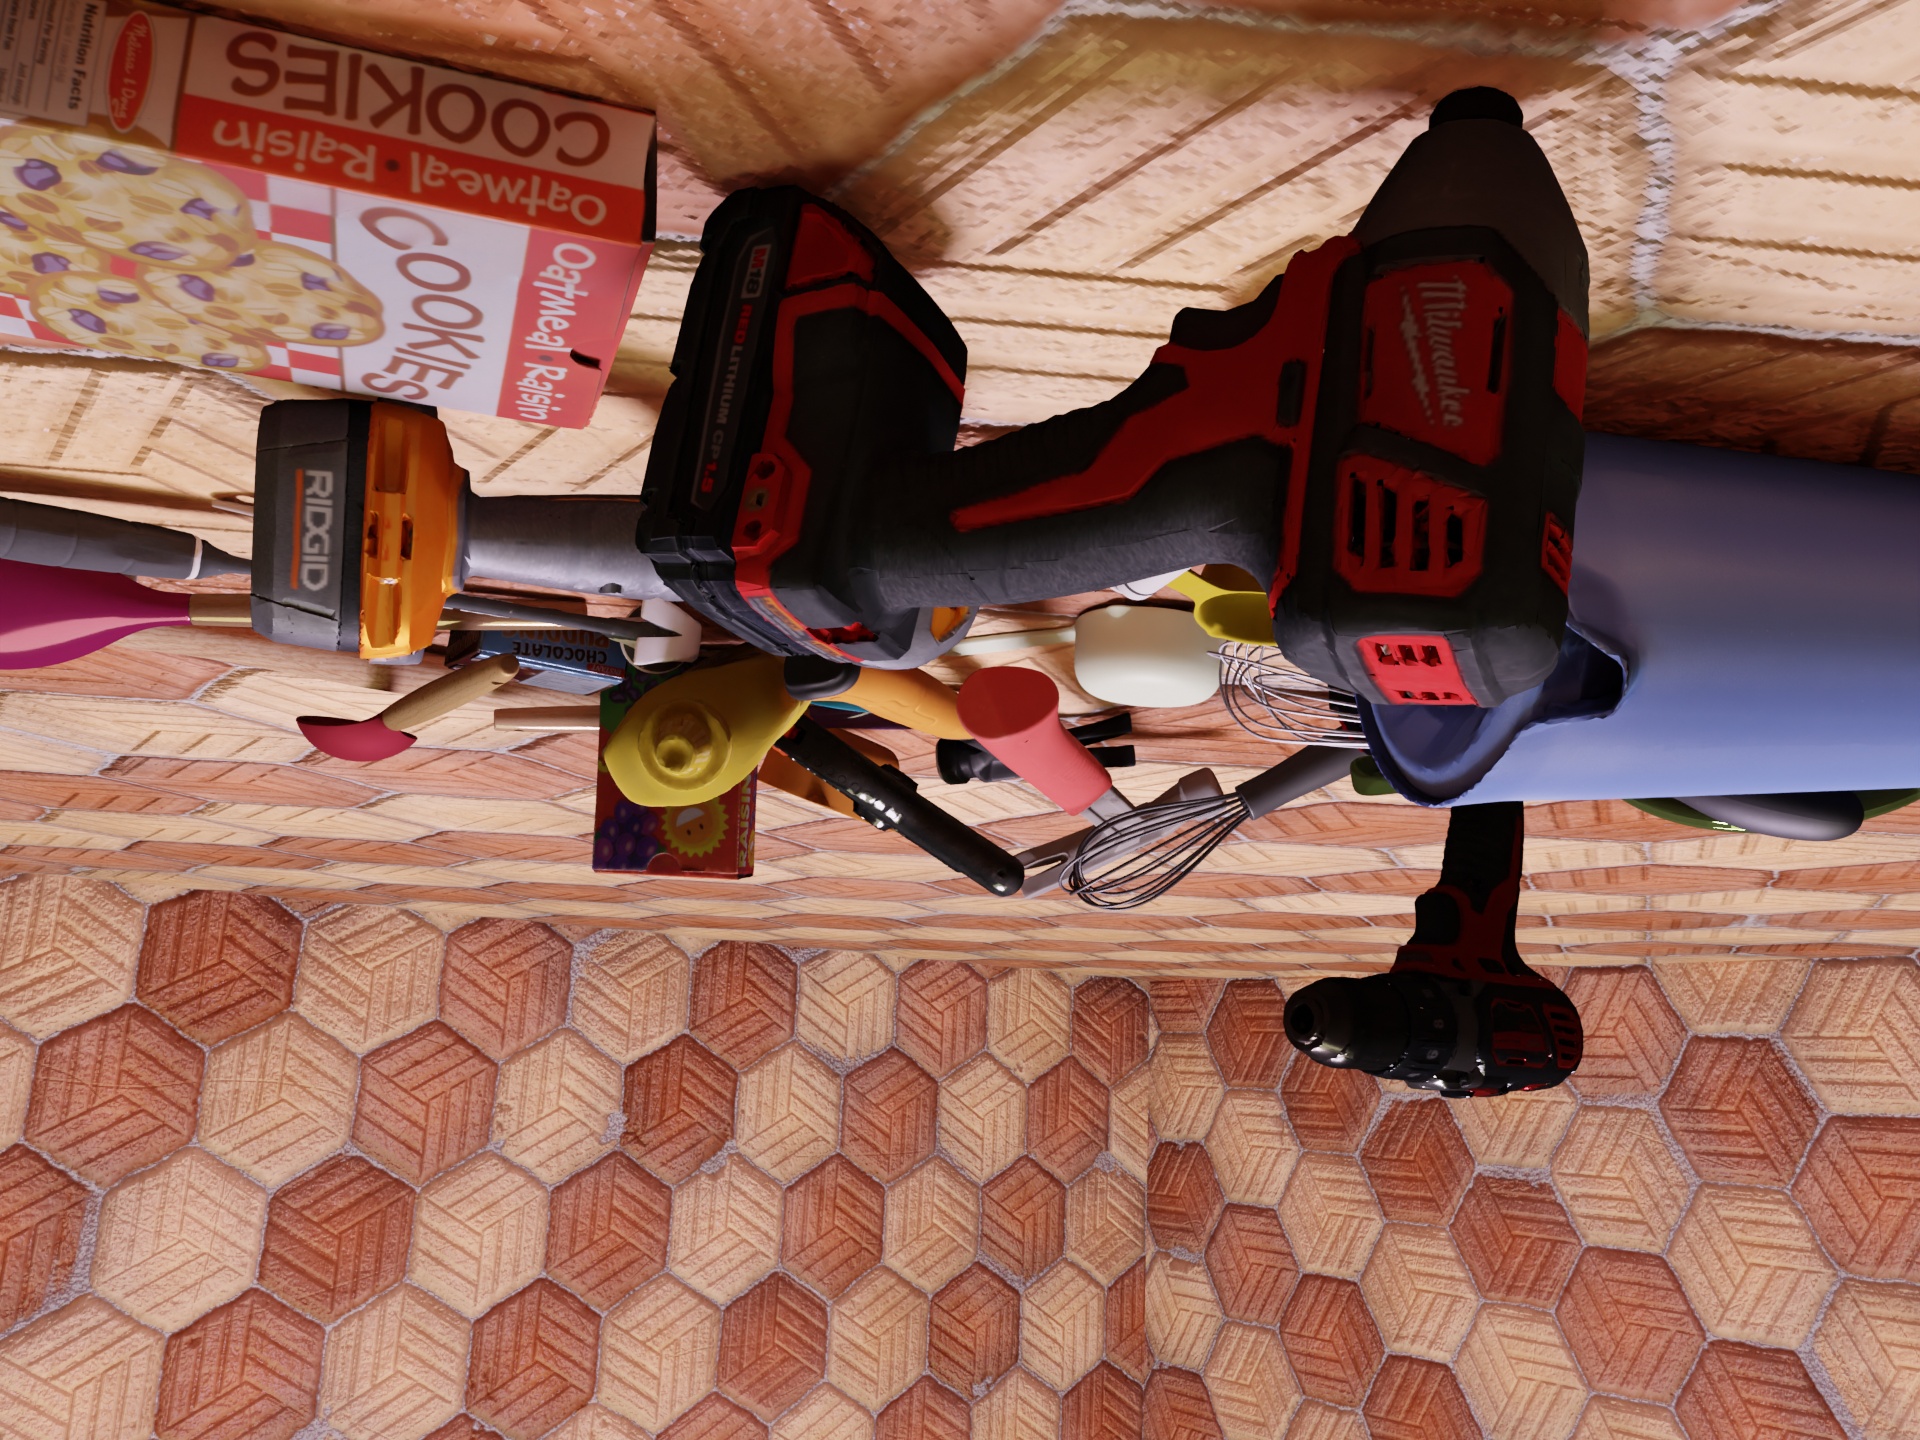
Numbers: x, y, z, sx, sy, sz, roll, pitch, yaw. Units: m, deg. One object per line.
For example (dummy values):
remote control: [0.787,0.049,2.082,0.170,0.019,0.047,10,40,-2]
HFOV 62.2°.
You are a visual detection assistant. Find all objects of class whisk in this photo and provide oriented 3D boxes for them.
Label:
whisk: [0.165,0.045,0.923,0.239,0.055,0.055,-27,166,-1]
whisk: [0.229,0.003,0.679,0.285,0.070,0.070,18,179,39]

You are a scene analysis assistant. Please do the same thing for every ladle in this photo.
ladle: [-0.295,-0.006,0.856,0.069,0.031,0.315,9,168,-33]

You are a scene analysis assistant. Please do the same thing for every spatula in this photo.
spatula: [-0.118,-0.001,0.962,0.315,0.018,0.060,0,168,-18]

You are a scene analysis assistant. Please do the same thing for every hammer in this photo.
hammer: [-0.314,-0.066,0.686,0.408,0.036,0.149,9,180,-15]
hammer: [-0.351,-0.035,0.882,0.331,0.031,0.130,10,166,-32]
hammer: [-0.001,-0.003,0.863,0.127,0.034,0.336,-7,169,18]
hammer: [0.056,0.037,0.898,0.149,0.037,0.358,-25,161,10]

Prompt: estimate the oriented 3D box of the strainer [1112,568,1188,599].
strainer: [0.101,-0.081,0.542,0.086,0.050,0.258,14,165,-14]

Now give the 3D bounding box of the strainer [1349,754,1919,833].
strainer: [0.300,-0.011,0.706,0.256,0.069,0.152,-8,-154,18]

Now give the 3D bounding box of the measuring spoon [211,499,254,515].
measuring spoon: [-0.258,-0.086,0.686,0.124,0.018,0.034,11,-179,-8]

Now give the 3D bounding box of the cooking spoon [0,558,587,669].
cooking spoon: [-0.344,-0.054,0.769,0.318,0.068,0.017,0,-156,-13]

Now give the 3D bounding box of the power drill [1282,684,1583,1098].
power drill: [0.237,0.076,0.809,0.187,0.227,0.080,11,165,-34]

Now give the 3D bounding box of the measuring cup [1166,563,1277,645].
measuring cup: [0.091,-0.073,0.666,0.156,0.029,0.062,23,157,-28]

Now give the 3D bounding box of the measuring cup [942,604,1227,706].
measuring cup: [0.056,-0.027,0.817,0.167,0.038,0.083,-3,166,31]

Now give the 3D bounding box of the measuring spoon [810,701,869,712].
measuring spoon: [-0.108,-0.025,0.926,0.128,0.021,0.042,10,-177,6]

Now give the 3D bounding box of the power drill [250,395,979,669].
power drill: [-0.122,-0.064,0.567,0.226,0.084,0.164,3,-171,-18]

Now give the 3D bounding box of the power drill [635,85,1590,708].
power drill: [0.038,-0.080,0.392,0.220,0.143,0.078,3,165,27]

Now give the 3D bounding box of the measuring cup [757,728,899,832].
measuring cup: [-0.044,0.045,1.036,0.173,0.052,0.095,19,176,-3]
